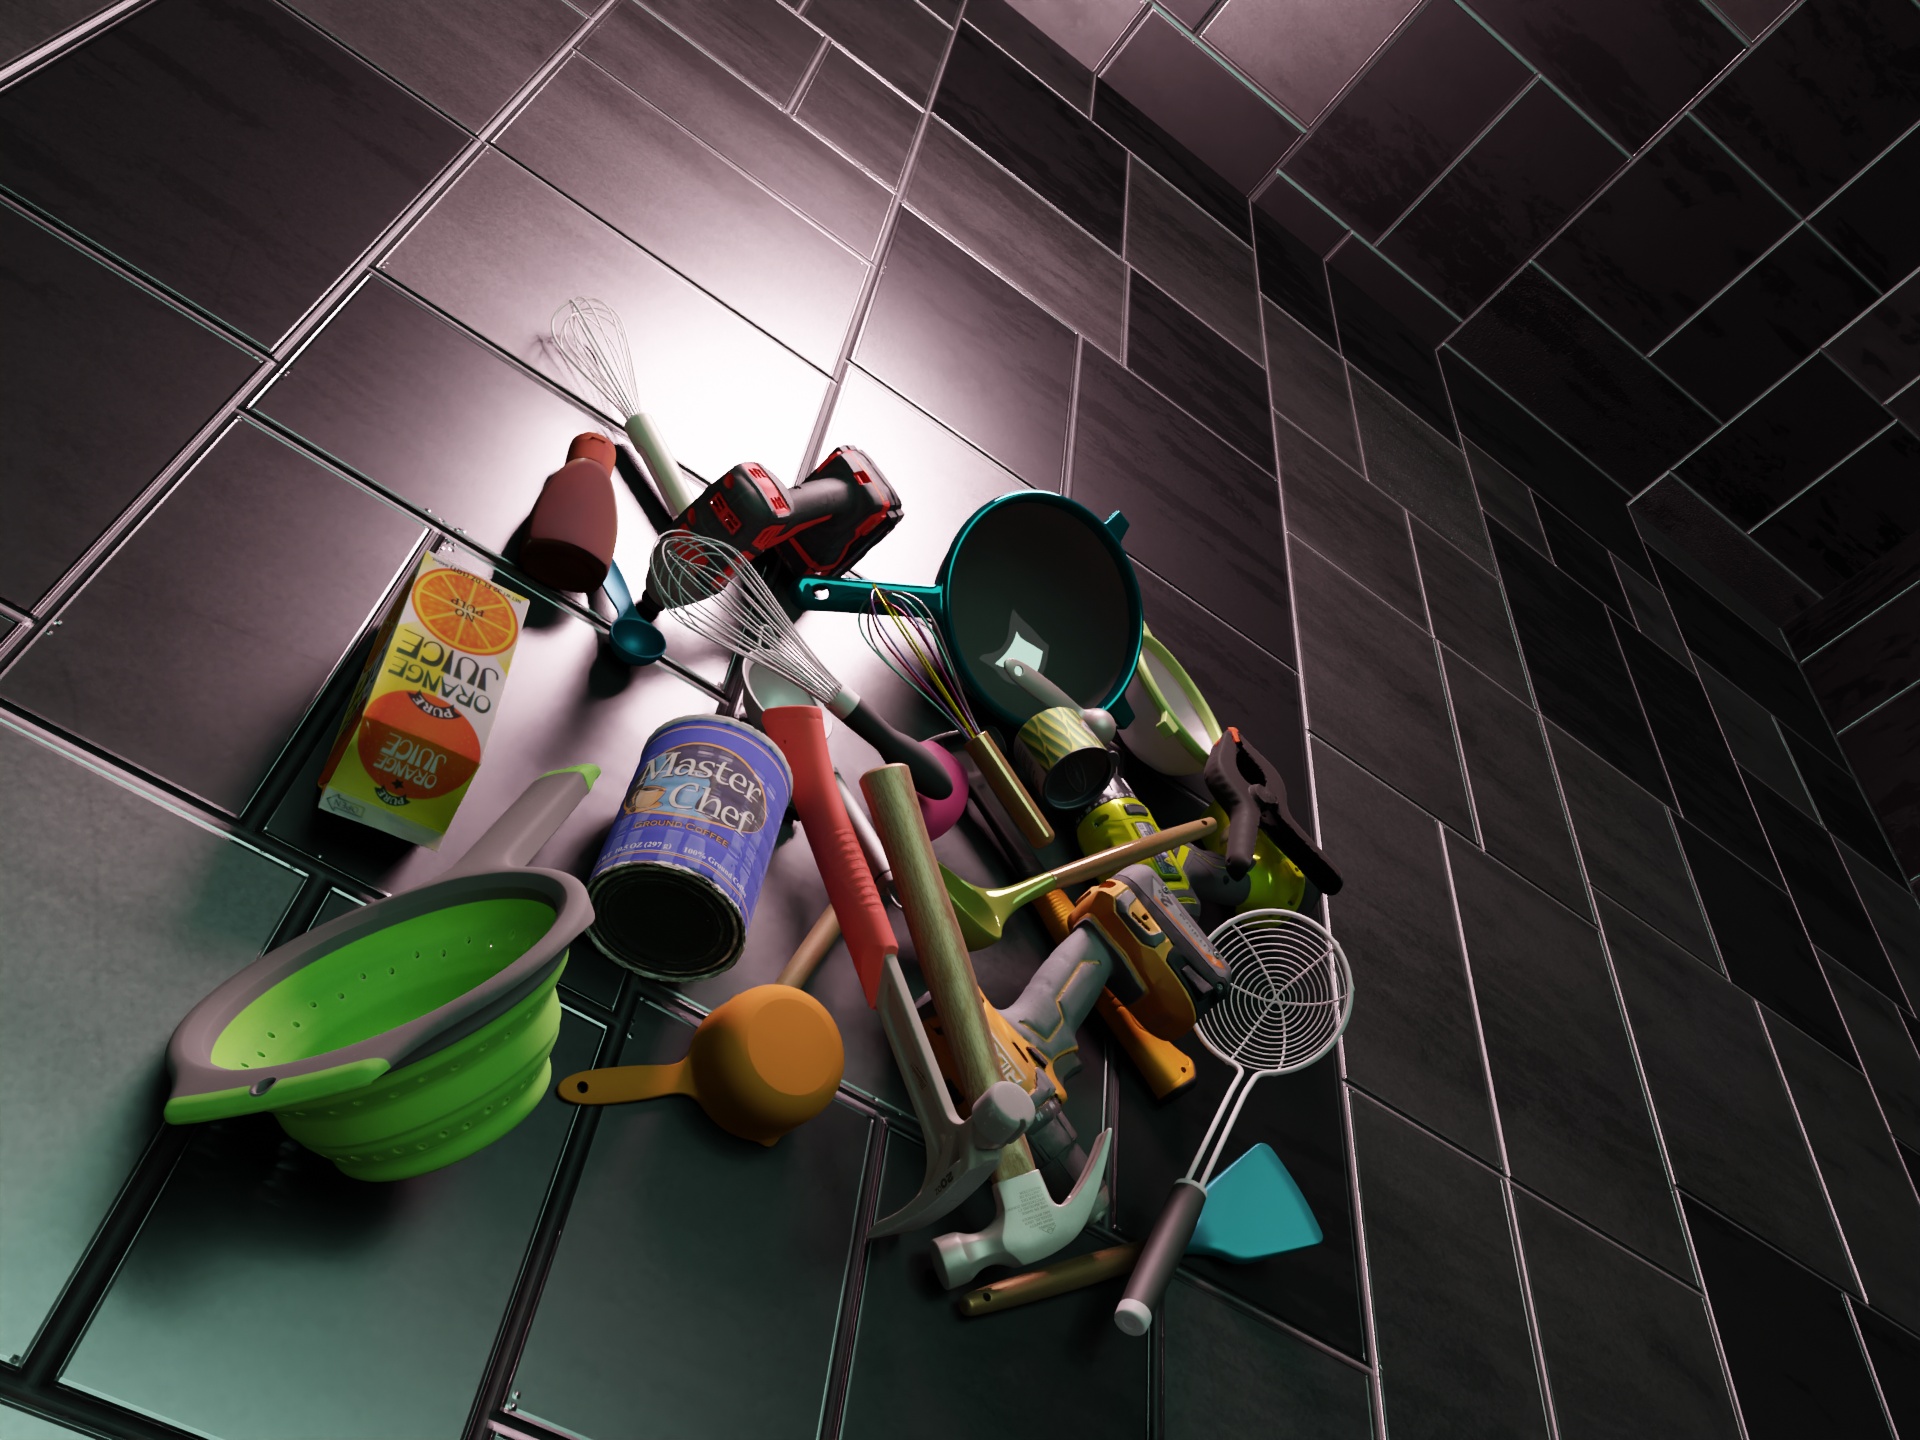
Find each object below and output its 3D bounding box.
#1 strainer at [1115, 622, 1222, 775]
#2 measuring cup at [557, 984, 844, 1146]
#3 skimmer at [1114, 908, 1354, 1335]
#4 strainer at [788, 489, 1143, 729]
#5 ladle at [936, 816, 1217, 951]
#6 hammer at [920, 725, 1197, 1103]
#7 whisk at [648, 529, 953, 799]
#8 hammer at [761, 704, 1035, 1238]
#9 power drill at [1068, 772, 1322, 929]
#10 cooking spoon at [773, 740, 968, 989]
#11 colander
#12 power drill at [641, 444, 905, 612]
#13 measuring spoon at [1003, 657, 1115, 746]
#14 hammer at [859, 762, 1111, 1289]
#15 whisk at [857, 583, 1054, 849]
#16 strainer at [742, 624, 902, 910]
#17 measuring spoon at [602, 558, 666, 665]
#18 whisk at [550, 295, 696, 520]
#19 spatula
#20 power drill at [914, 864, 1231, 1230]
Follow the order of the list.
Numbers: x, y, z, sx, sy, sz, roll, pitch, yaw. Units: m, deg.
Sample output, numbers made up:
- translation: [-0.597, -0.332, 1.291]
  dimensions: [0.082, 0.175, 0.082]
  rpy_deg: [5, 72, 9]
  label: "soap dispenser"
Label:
- translation: [0.164, -0.043, 1.500]
  dimensions: [0.151, 0.069, 0.257]
  rpy_deg: [31, 29, -49]
  label: "strainer"
- translation: [-0.146, 0.202, 0.931]
  dimensions: [0.173, 0.052, 0.095]
  rpy_deg: [3, 63, -39]
  label: "measuring cup"
- translation: [0.181, 0.268, 1.119]
  dimensions: [0.127, 0.090, 0.363]
  rpy_deg: [10, 31, 24]
  label: "skimmer"
- translation: [-0.004, -0.091, 1.354]
  dimensions: [0.340, 0.095, 0.211]
  rpy_deg: [2, 83, -31]
  label: "strainer"
- translation: [0.091, 0.108, 1.208]
  dimensions: [0.320, 0.062, 0.078]
  rpy_deg: [-14, 51, -39]
  label: "ladle"
- translation: [0.072, 0.150, 1.237]
  dimensions: [0.127, 0.034, 0.337]
  rpy_deg: [-13, 64, -52]
  label: "hammer"
- translation: [-0.108, -0.035, 1.136]
  dimensions: [0.284, 0.070, 0.070]
  rpy_deg: [41, 33, -19]
  label: "whisk"
- translation: [-0.065, 0.139, 1.021]
  dimensions: [0.036, 0.149, 0.359]
  rpy_deg: [7, 45, -39]
  label: "hammer"
- translation: [0.193, 0.105, 1.376]
  dimensions: [0.228, 0.080, 0.191]
  rpy_deg: [6, 45, -40]
  label: "power drill"
- translation: [-0.068, 0.110, 1.117]
  dimensions: [0.068, 0.017, 0.319]
  rpy_deg: [40, 41, -4]
  label: "cooking spoon"
- translation: [-0.259, 0.131, 0.859]
  dimensions: [0.397, 0.204, 0.094]
  rpy_deg: [-72, 147, -69]
  label: "colander"
- translation: [-0.149, -0.144, 1.233]
  dimensions: [0.078, 0.143, 0.219]
  rpy_deg: [54, 29, 6]
  label: "power drill"
- translation: [0.086, -0.017, 1.334]
  dimensions: [0.124, 0.018, 0.034]
  rpy_deg: [34, 68, -24]
  label: "measuring spoon"
- translation: [0.001, 0.182, 1.030]
  dimensions: [0.130, 0.031, 0.331]
  rpy_deg: [-13, 72, -17]
  label: "hammer"
- translation: [-0.003, -0.004, 1.239]
  dimensions: [0.051, 0.047, 0.245]
  rpy_deg: [-33, 89, -25]
  label: "whisk"
- translation: [-0.101, 0.036, 1.143]
  dimensions: [0.086, 0.050, 0.259]
  rpy_deg: [14, 36, -51]
  label: "strainer"
- translation: [-0.252, -0.083, 1.166]
  dimensions: [0.042, 0.021, 0.129]
  rpy_deg: [1, 44, -38]
  label: "measuring spoon"
- translation: [-0.268, -0.250, 1.300]
  dimensions: [0.059, 0.057, 0.246]
  rpy_deg: [-24, 72, -18]
  label: "whisk"
- translation: [0.122, 0.353, 1.069]
  dimensions: [0.317, 0.044, 0.082]
  rpy_deg: [2, 48, -44]
  label: "spatula"
- translation: [0.089, 0.223, 1.104]
  dimensions: [0.226, 0.084, 0.185]
  rpy_deg: [-30, 77, -35]
  label: "power drill"
